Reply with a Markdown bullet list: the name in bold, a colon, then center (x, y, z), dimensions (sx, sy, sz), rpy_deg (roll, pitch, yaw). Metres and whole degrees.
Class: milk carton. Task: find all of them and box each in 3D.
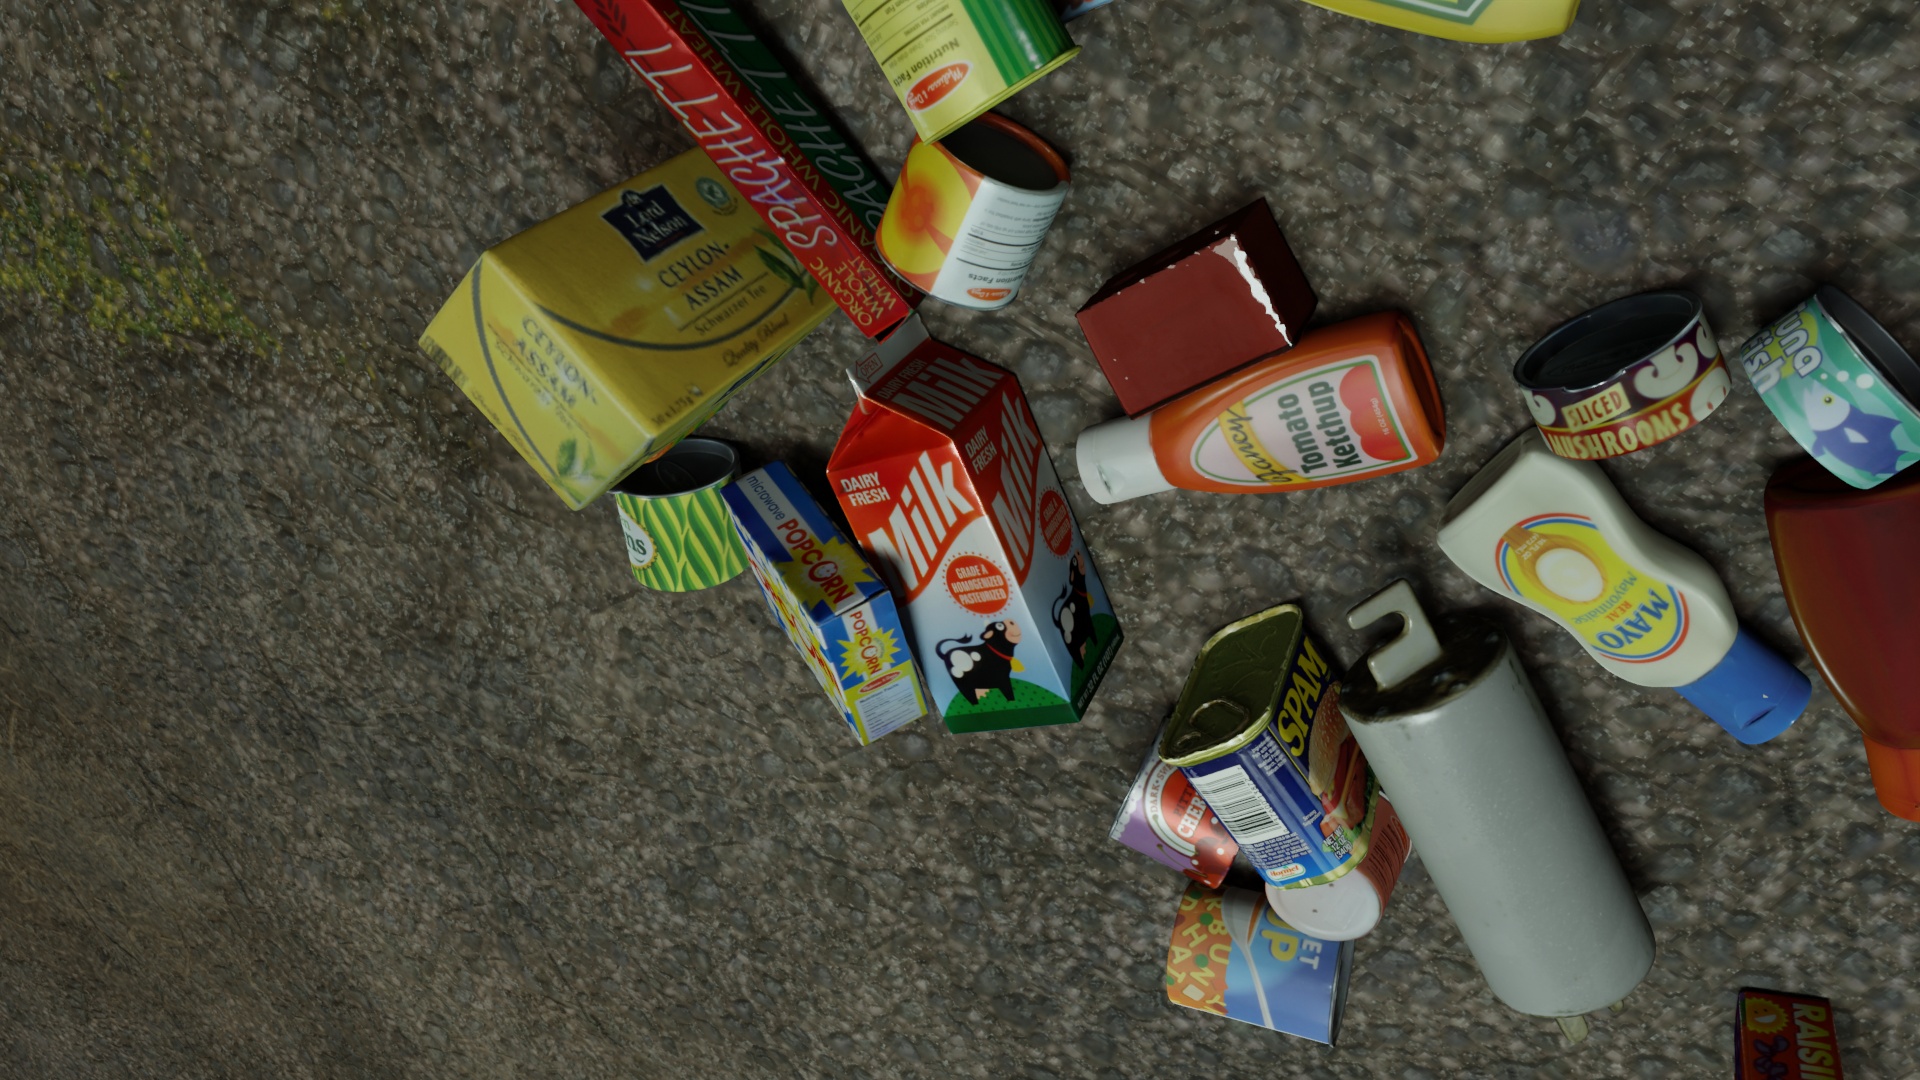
- **milk carton**: center (0.002, -0.008, 0.649), dimensions (0.073, 0.073, 0.190), rpy_deg (-11, 113, 32)

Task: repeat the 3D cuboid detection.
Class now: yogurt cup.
- **yogurt cup**: center (0.180, 0.155, 0.671), dimensions (0.072, 0.054, 0.072), rpy_deg (12, 124, 19)

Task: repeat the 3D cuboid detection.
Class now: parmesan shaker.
- **parmesan shaker**: center (-0.009, -0.206, 0.498), dimensions (0.071, 0.072, 0.103), rpy_deg (-22, 106, 35)

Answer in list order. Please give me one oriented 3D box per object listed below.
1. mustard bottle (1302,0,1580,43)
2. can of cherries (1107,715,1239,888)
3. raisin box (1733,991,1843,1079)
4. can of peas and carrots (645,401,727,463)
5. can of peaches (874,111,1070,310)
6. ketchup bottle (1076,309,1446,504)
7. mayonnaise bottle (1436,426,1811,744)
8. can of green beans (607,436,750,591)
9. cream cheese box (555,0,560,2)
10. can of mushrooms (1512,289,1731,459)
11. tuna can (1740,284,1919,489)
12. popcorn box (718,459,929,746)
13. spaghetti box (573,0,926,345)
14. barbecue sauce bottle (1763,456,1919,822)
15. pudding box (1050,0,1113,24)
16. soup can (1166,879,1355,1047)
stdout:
- **mustard bottle**: center (0.133, -0.212, 0.475), dimensions (0.160, 0.049, 0.065), rpy_deg (16, 123, 18)
- **can of cherries**: center (0.112, 0.128, 0.678), dimensions (0.058, 0.072, 0.071), rpy_deg (25, 127, 11)
- **raisin box**: center (0.364, 0.274, 0.607), dimensions (0.040, 0.124, 0.085), rpy_deg (-1, 118, 27)
- **can of peas and carrots**: center (-0.154, -0.079, 0.693), dimensions (0.071, 0.059, 0.070), rpy_deg (13, 124, 19)
- **can of peaches**: center (0.003, -0.139, 0.574), dimensions (0.071, 0.071, 0.057), rpy_deg (33, 128, 5)
- **ketchup bottle**: center (0.121, -0.048, 0.584), dimensions (0.148, 0.044, 0.064), rpy_deg (-13, 117, 33)
- **mayonnaise bottle**: center (0.267, 0.022, 0.554), dimensions (0.148, 0.041, 0.064), rpy_deg (38, 127, 2)
- **can of green beans**: center (-0.143, -0.014, 0.723), dimensions (0.071, 0.071, 0.057), rpy_deg (8, 122, 22)
- **cream cheese box**: center (-0.146, -0.276, 0.591), dimensions (0.103, 0.024, 0.053), rpy_deg (-13, 114, 32)
- **can of mushrooms**: center (0.238, -0.059, 0.502), dimensions (0.071, 0.071, 0.033), rpy_deg (-20, 110, 34)
- **tuna can**: center (0.301, -0.053, 0.474), dimensions (0.071, 0.071, 0.032), rpy_deg (43, 129, -3)
- **popcorn box**: center (-0.067, 0.027, 0.674), dimensions (0.127, 0.038, 0.084), rpy_deg (47, 159, 46)
- **spaghetti box**: center (-0.099, -0.191, 0.582), dimensions (0.028, 0.050, 0.249), rpy_deg (-29, 112, 36)
- **barbecue sauce bottle**: center (0.351, 0.038, 0.521), dimensions (0.065, 0.044, 0.148), rpy_deg (-13, 113, 32)
- **pudding box**: center (0.032, -0.222, 0.531), dimensions (0.083, 0.030, 0.049), rpy_deg (-13, 112, 32)
- **soup can**: center (0.155, 0.212, 0.711), dimensions (0.084, 0.072, 0.071), rpy_deg (8, 122, 23)
